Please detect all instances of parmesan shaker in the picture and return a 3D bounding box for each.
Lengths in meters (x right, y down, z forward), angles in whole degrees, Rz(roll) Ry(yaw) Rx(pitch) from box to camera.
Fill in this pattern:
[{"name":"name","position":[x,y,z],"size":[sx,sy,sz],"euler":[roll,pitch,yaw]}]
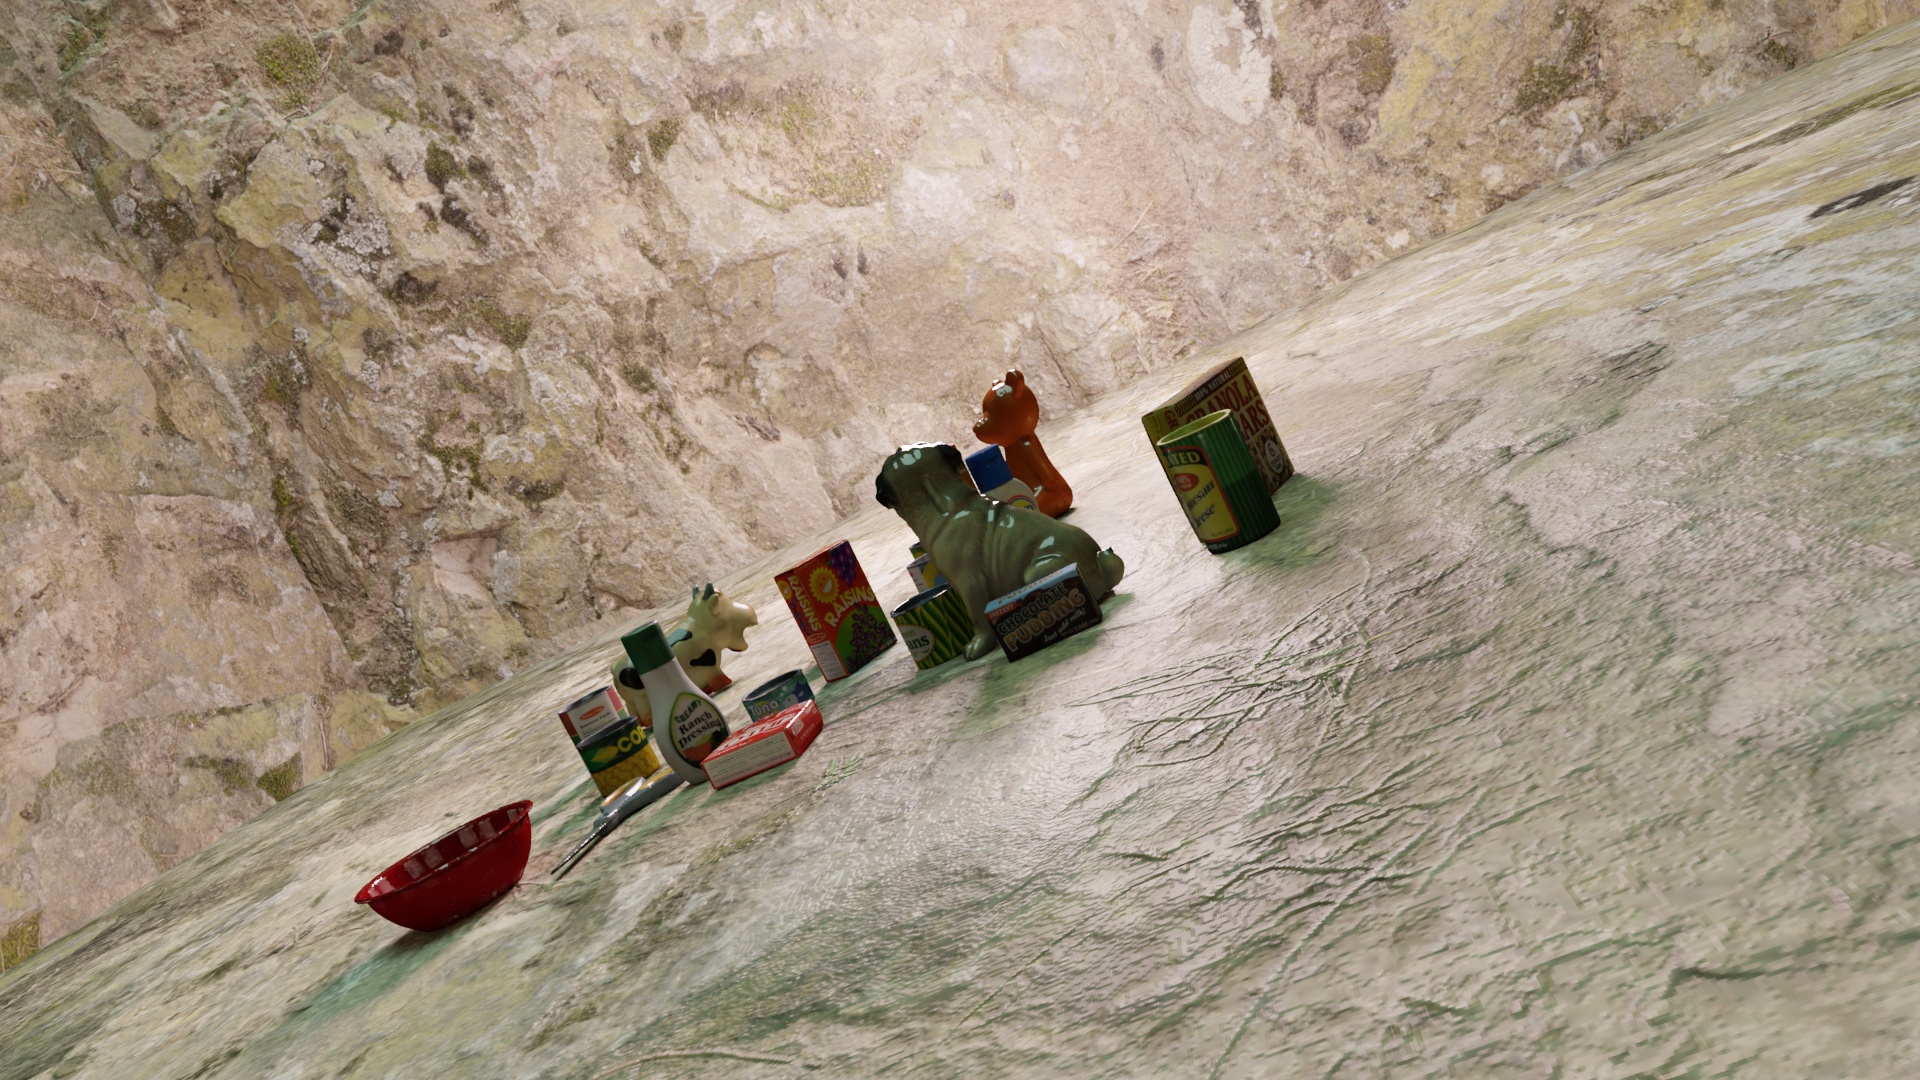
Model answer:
[{"name":"parmesan shaker","position":[0.215,-0.048,1.146],"size":[0.071,0.103,0.071],"euler":[-26,6,3]}]

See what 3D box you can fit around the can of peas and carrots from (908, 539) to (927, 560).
[{"name":"can of peas and carrots","position":[-0.022,0.021,1.690],"size":[0.071,0.058,0.071],"euler":[-26,7,3]}]

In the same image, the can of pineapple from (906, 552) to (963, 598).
[{"name":"can of pineapple","position":[-0.017,0.039,1.532],"size":[0.071,0.058,0.071],"euler":[-26,7,3]}]

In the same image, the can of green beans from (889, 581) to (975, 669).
[{"name":"can of green beans","position":[-0.022,0.077,1.268],"size":[0.071,0.057,0.071],"euler":[-26,7,3]}]

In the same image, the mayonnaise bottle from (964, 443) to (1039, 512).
[{"name":"mayonnaise bottle","position":[0.051,-0.021,1.353],"size":[0.065,0.148,0.041],"euler":[-29,7,-27]}]

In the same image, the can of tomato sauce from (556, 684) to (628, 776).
[{"name":"can of tomato sauce","position":[-0.397,0.211,1.536],"size":[0.071,0.083,0.071],"euler":[-26,7,3]}]

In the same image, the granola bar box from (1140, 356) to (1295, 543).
[{"name":"granola bar box","position":[0.236,-0.086,1.261],"size":[0.039,0.124,0.166],"euler":[-21,8,38]}]

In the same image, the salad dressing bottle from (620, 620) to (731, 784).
[{"name":"salad dressing bottle","position":[-0.256,0.144,1.245],"size":[0.064,0.147,0.044],"euler":[-30,8,-34]}]

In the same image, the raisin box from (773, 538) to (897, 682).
[{"name":"raisin box","position":[-0.127,0.071,1.426],"size":[0.040,0.123,0.086],"euler":[-20,9,43]}]

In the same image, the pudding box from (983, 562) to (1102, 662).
[{"name":"pudding box","position":[0.067,0.058,1.121],"size":[0.083,0.049,0.030],"euler":[-25,7,9]}]

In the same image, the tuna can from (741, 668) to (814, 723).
[{"name":"tuna can","position":[-0.179,0.156,1.361],"size":[0.071,0.033,0.071],"euler":[-26,7,3]}]

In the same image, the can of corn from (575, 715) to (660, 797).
[{"name":"can of corn","position":[-0.342,0.216,1.399],"size":[0.071,0.058,0.071],"euler":[-26,7,3]}]

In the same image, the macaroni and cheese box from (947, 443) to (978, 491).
[{"name":"macaroni and cheese box","position":[0.005,-0.018,1.425],"size":[0.040,0.166,0.123],"euler":[-27,7,-8]}]
